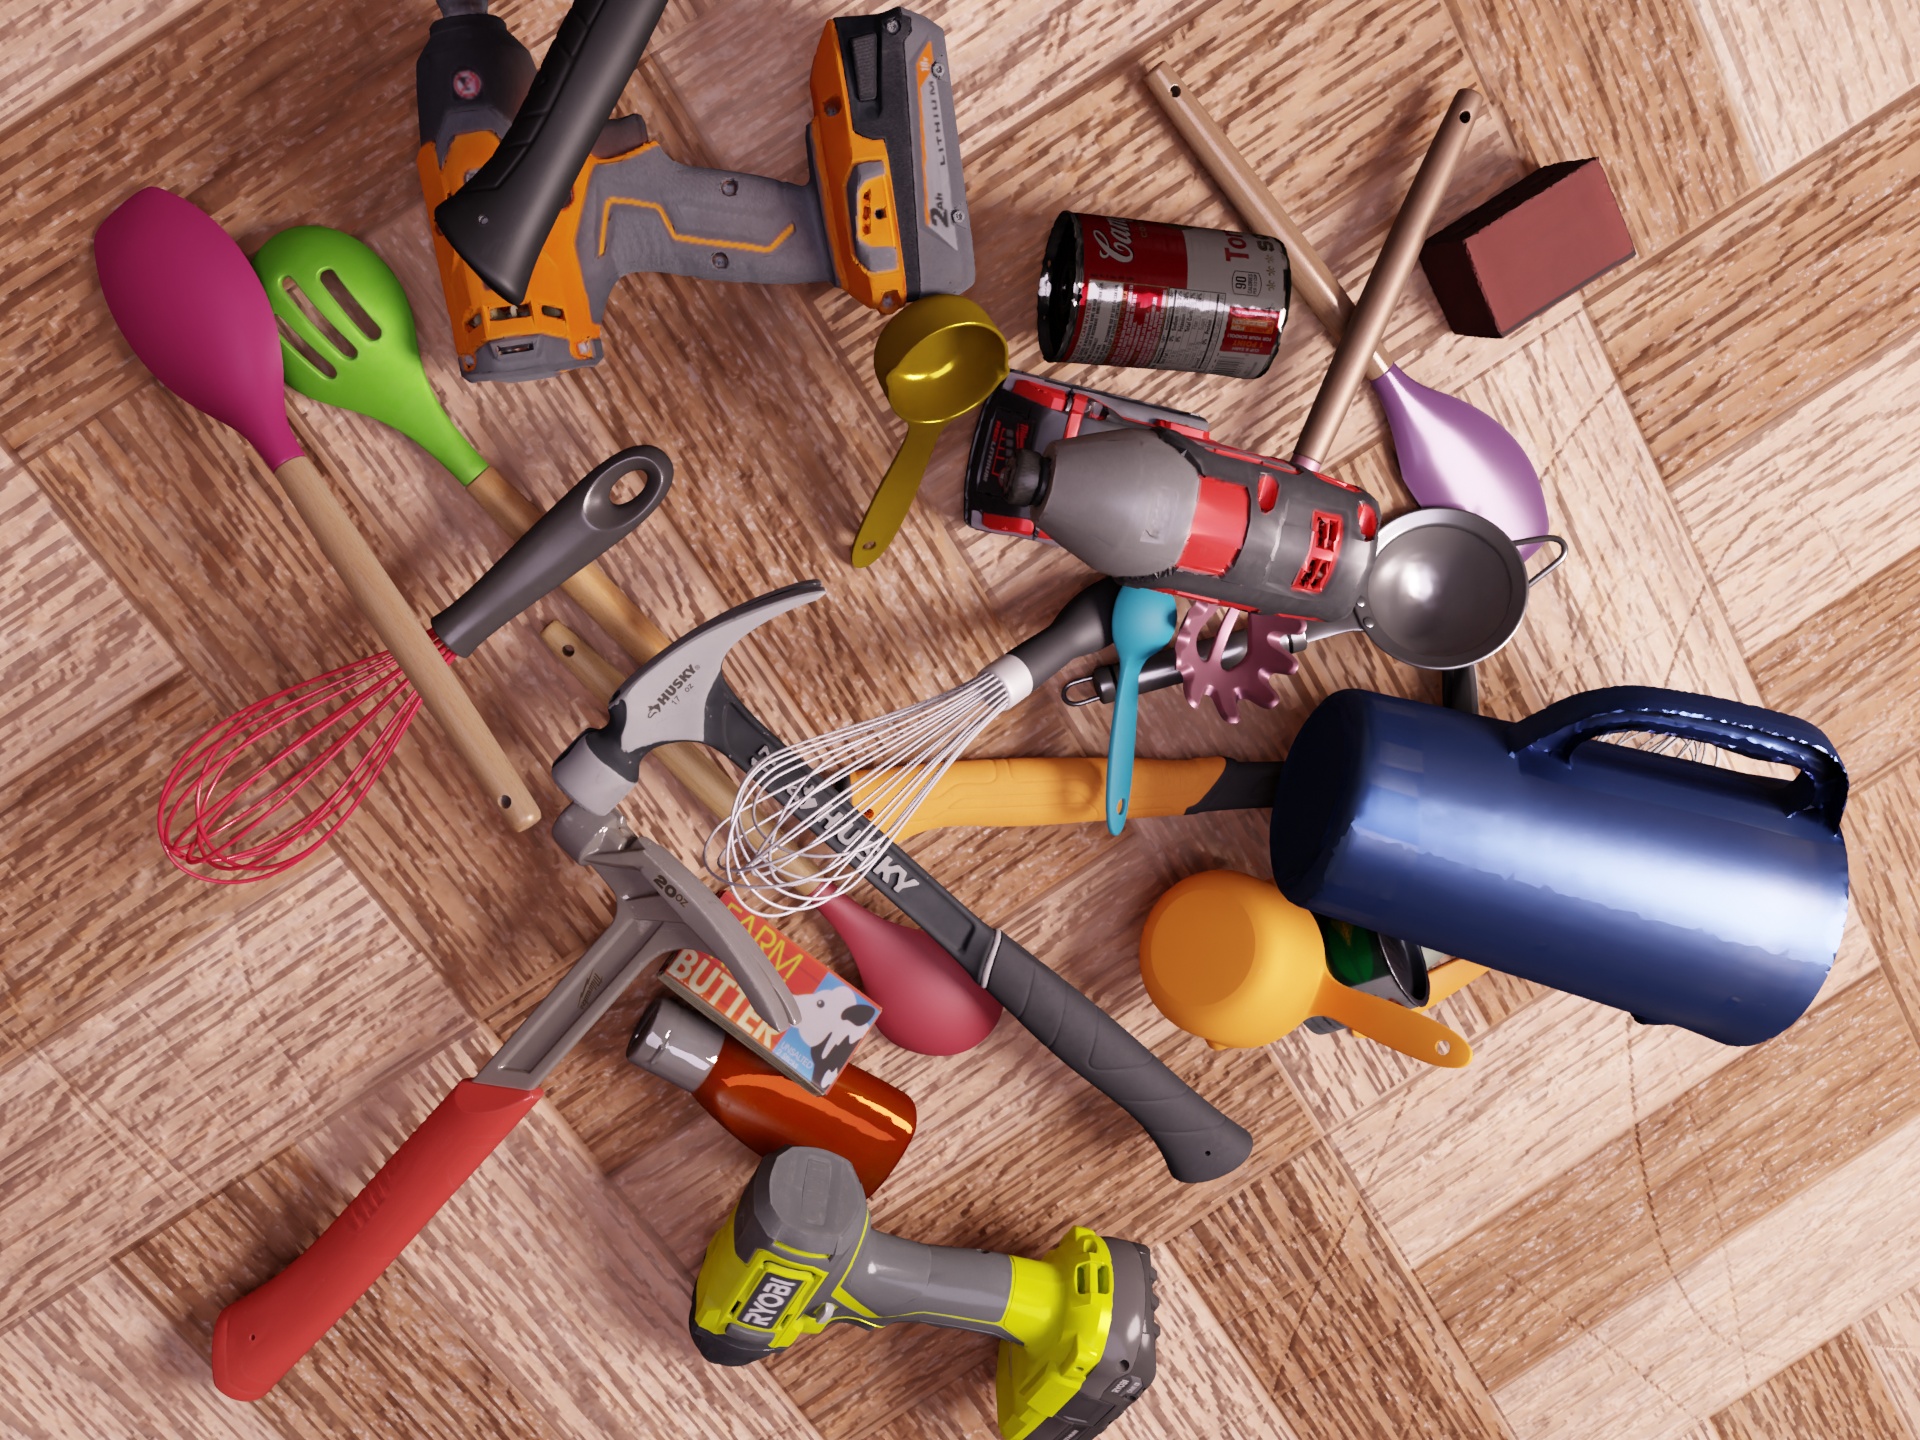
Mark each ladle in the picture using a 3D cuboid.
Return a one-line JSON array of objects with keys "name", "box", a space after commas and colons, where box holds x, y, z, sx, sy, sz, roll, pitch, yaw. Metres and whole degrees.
[{"name": "ladle", "box": [-0.090, 0.064, 0.796, 0.069, 0.031, 0.315, -43, 106, 3]}]

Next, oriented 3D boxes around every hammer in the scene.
[{"name": "hammer", "box": [-0.240, 0.211, 0.776, 0.149, 0.036, 0.359, 45, 101, 11]}, {"name": "hammer", "box": [-0.110, -0.316, 0.626, 0.146, 0.035, 0.335, 25, 86, 4]}, {"name": "hammer", "box": [0.004, 0.101, 0.784, 0.408, 0.036, 0.149, 43, 95, -19]}, {"name": "hammer", "box": [0.103, 0.027, 0.814, 0.337, 0.034, 0.127, -3, 106, -9]}]

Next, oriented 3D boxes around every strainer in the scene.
[{"name": "strainer", "box": [0.175, -0.046, 0.805, 0.258, 0.050, 0.087, -15, 72, 1]}]

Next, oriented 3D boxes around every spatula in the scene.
[{"name": "spatula", "box": [0.193, -0.193, 0.779, 0.060, 0.018, 0.315, -44, 109, 2]}]

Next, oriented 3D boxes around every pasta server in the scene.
[{"name": "pasta server", "box": [0.179, -0.149, 0.757, 0.060, 0.040, 0.316, 22, 96, -10]}]

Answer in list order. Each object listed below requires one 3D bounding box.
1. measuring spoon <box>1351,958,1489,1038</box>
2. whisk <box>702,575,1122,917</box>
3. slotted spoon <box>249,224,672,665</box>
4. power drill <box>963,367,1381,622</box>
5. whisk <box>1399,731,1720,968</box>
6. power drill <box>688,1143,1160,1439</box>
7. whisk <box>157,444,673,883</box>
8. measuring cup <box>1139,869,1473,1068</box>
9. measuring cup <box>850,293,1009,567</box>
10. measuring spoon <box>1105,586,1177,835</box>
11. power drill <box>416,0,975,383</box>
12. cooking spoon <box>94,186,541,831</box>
[{"name": "measuring spoon", "box": [0.271, 0.148, 0.887, 0.117, 0.011, 0.021, -28, 108, -2]}, {"name": "whisk", "box": [-0.002, -0.003, 0.716, 0.284, 0.070, 0.070, -36, 112, -37]}, {"name": "slotted spoon", "box": [-0.202, -0.095, 0.733, 0.070, 0.031, 0.313, -40, 109, 8]}, {"name": "power drill", "box": [0.071, -0.097, 0.677, 0.143, 0.220, 0.078, 11, 103, -13]}, {"name": "whisk", "box": [0.305, 0.076, 0.860, 0.246, 0.059, 0.058, -40, 71, 6]}, {"name": "power drill", "box": [-0.025, 0.308, 0.832, 0.223, 0.080, 0.171, 19, 130, -12]}, {"name": "whisk", "box": [-0.245, -0.025, 0.716, 0.296, 0.073, 0.073, -39, 108, 4]}, {"name": "measuring cup", "box": [0.164, 0.130, 0.781, 0.052, 0.174, 0.095, 26, 85, -47]}, {"name": "measuring cup", "box": [-0.027, -0.129, 0.723, 0.062, 0.029, 0.156, -10, 149, -30]}, {"name": "measuring spoon", "box": [0.088, -0.006, 0.769, 0.042, 0.021, 0.128, -4, 101, -53]}, {"name": "power drill", "box": [-0.117, -0.241, 0.682, 0.226, 0.084, 0.164, -9, 104, -4]}, {"name": "cooking spoon", "box": [-0.272, -0.088, 0.679, 0.069, 0.017, 0.319, -34, 90, 13]}]
